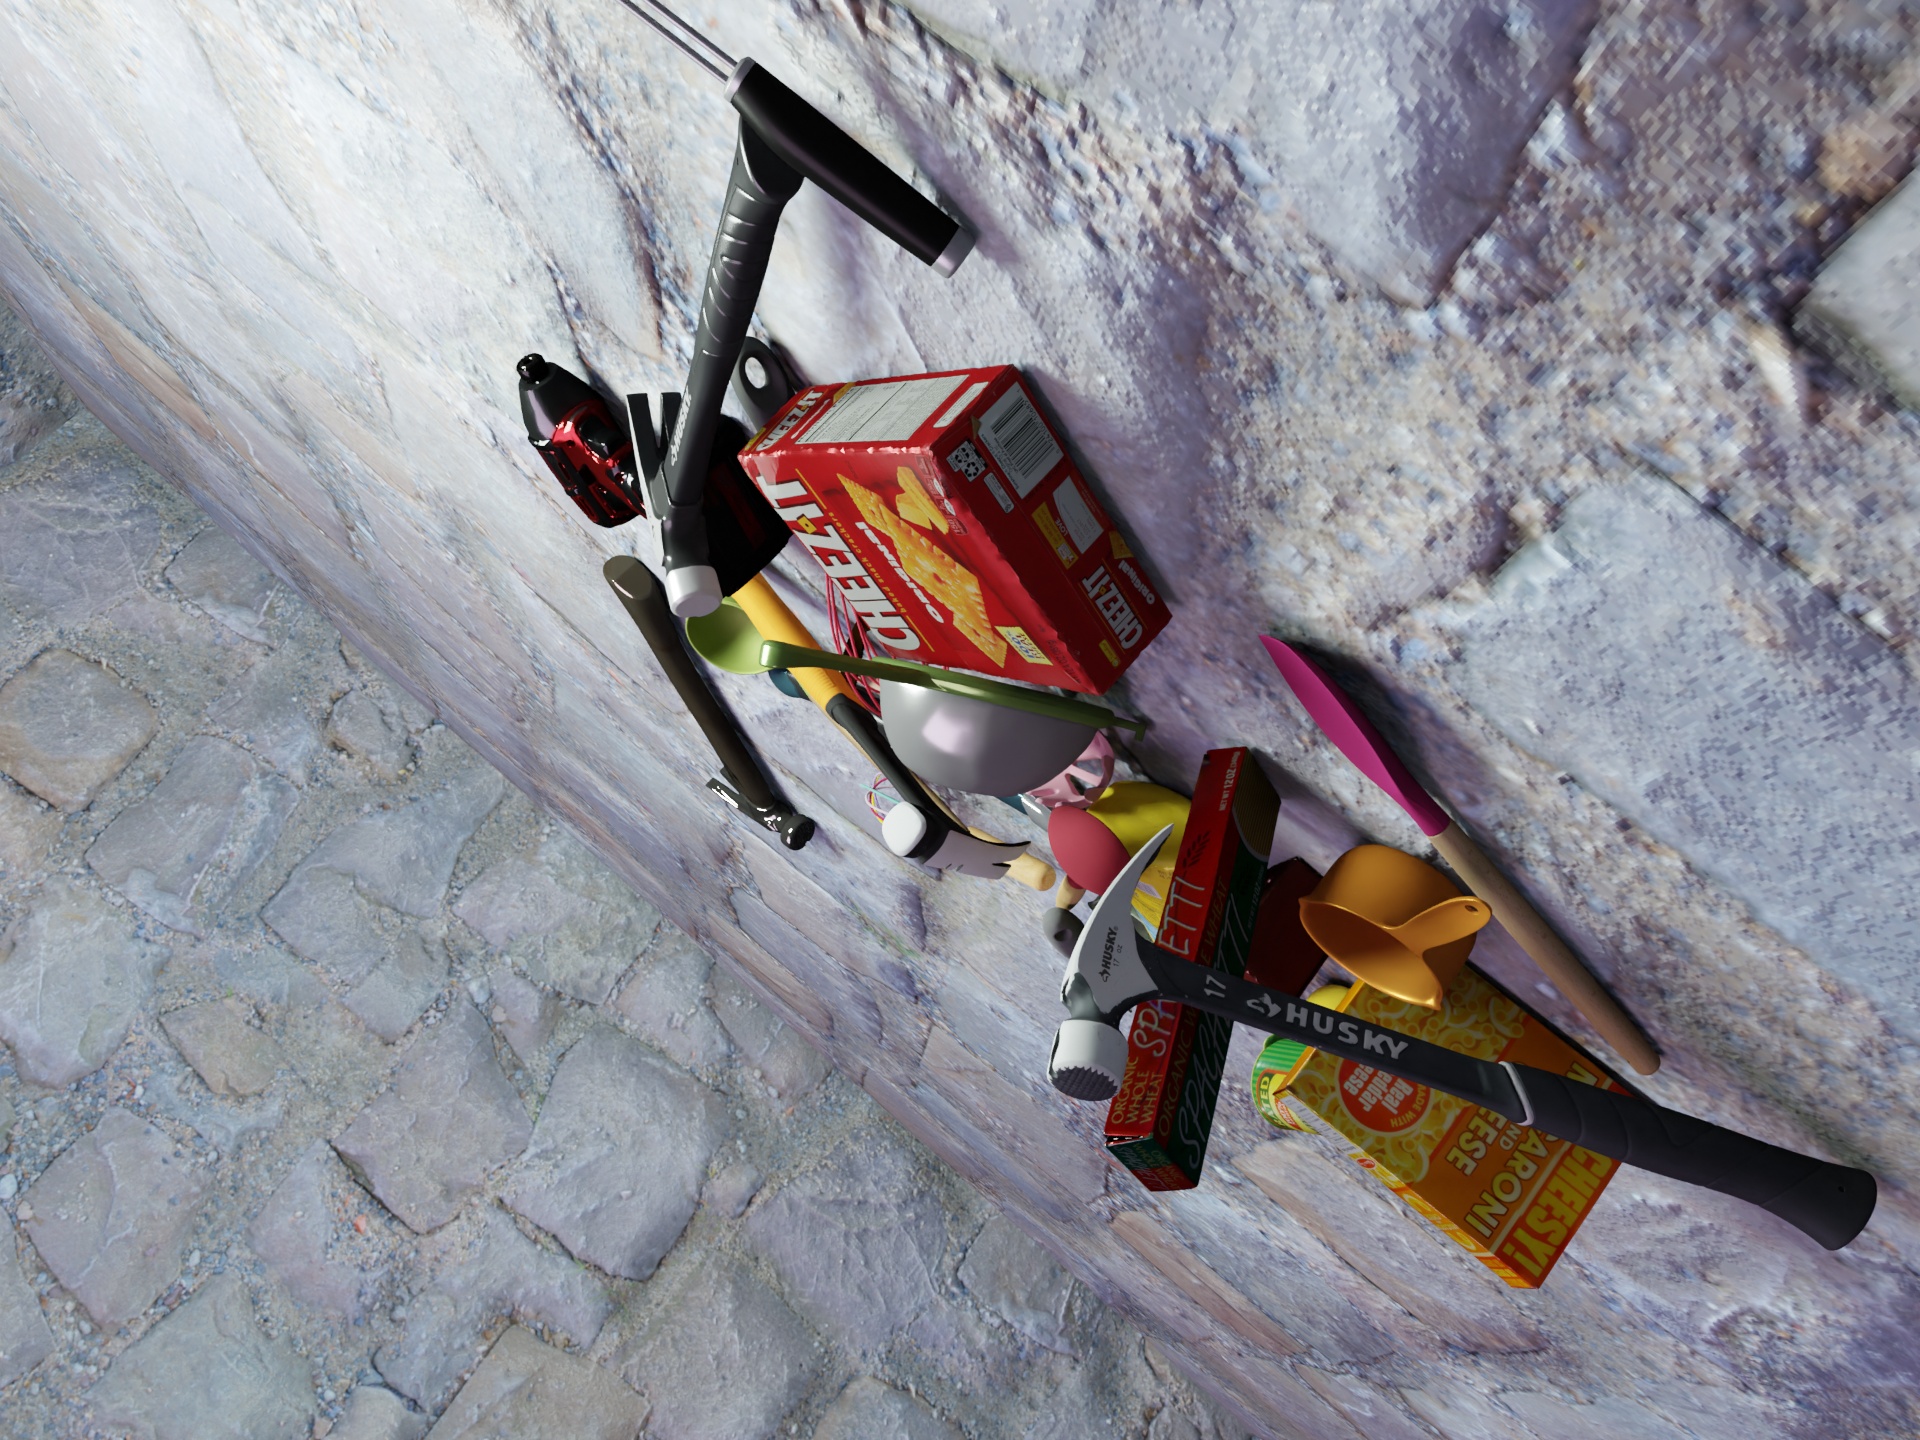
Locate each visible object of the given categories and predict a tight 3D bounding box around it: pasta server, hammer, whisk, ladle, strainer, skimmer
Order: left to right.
[{"bbox_3d":[-0.128,-0.330,0.673,0.363,0.090,0.127,36,158,-13],"label":"skimmer"},{"bbox_3d":[-0.260,-0.020,1.561,0.146,0.038,0.410,31,157,33],"label":"hammer"},{"bbox_3d":[-0.134,-0.199,0.855,0.334,0.035,0.146,124,134,-58],"label":"hammer"},{"bbox_3d":[-0.103,-0.001,1.185,0.320,0.062,0.078,43,151,36],"label":"ladle"},{"bbox_3d":[-0.075,-0.110,0.992,0.073,0.073,0.295,21,147,45],"label":"whisk"},{"bbox_3d":[-0.082,-0.016,1.106,0.127,0.034,0.337,21,-157,-52],"label":"hammer"},{"bbox_3d":[-0.029,0.018,1.204,0.331,0.033,0.128,27,156,37],"label":"hammer"},{"bbox_3d":[-0.021,0.003,0.913,0.152,0.069,0.256,13,-178,41],"label":"strainer"},{"bbox_3d":[-0.006,0.084,1.263,0.051,0.047,0.245,44,167,-37],"label":"whisk"},{"bbox_3d":[-0.002,-0.004,1.103,0.040,0.060,0.316,30,176,-42],"label":"pasta server"},{"bbox_3d":[0.078,0.108,1.076,0.069,0.031,0.315,46,172,10],"label":"ladle"},{"bbox_3d":[0.098,0.186,1.231,0.055,0.055,0.238,31,169,27],"label":"whisk"},{"bbox_3d":[0.248,0.170,0.770,0.409,0.149,0.036,19,141,-2],"label":"hammer"}]

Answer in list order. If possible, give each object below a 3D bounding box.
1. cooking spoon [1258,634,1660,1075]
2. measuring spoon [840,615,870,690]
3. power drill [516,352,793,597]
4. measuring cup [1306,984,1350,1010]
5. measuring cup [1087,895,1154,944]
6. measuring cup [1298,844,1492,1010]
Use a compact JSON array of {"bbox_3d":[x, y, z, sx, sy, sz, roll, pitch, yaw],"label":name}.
[{"bbox_3d":[0.255,0.070,0.798,0.318,0.017,0.069,46,179,-13],"label":"cooking spoon"},{"bbox_3d":[-0.073,-0.051,1.153,0.021,0.011,0.116,57,156,18],"label":"measuring spoon"},{"bbox_3d":[-0.226,-0.178,1.112,0.220,0.078,0.143,29,156,40],"label":"power drill"},{"bbox_3d":[0.260,0.173,1.010,0.062,0.029,0.156,37,148,15],"label":"measuring cup"},{"bbox_3d":[0.140,0.163,1.187,0.083,0.038,0.167,34,161,21],"label":"measuring cup"},{"bbox_3d":[0.242,0.095,0.823,0.095,0.052,0.173,39,160,4],"label":"measuring cup"}]
